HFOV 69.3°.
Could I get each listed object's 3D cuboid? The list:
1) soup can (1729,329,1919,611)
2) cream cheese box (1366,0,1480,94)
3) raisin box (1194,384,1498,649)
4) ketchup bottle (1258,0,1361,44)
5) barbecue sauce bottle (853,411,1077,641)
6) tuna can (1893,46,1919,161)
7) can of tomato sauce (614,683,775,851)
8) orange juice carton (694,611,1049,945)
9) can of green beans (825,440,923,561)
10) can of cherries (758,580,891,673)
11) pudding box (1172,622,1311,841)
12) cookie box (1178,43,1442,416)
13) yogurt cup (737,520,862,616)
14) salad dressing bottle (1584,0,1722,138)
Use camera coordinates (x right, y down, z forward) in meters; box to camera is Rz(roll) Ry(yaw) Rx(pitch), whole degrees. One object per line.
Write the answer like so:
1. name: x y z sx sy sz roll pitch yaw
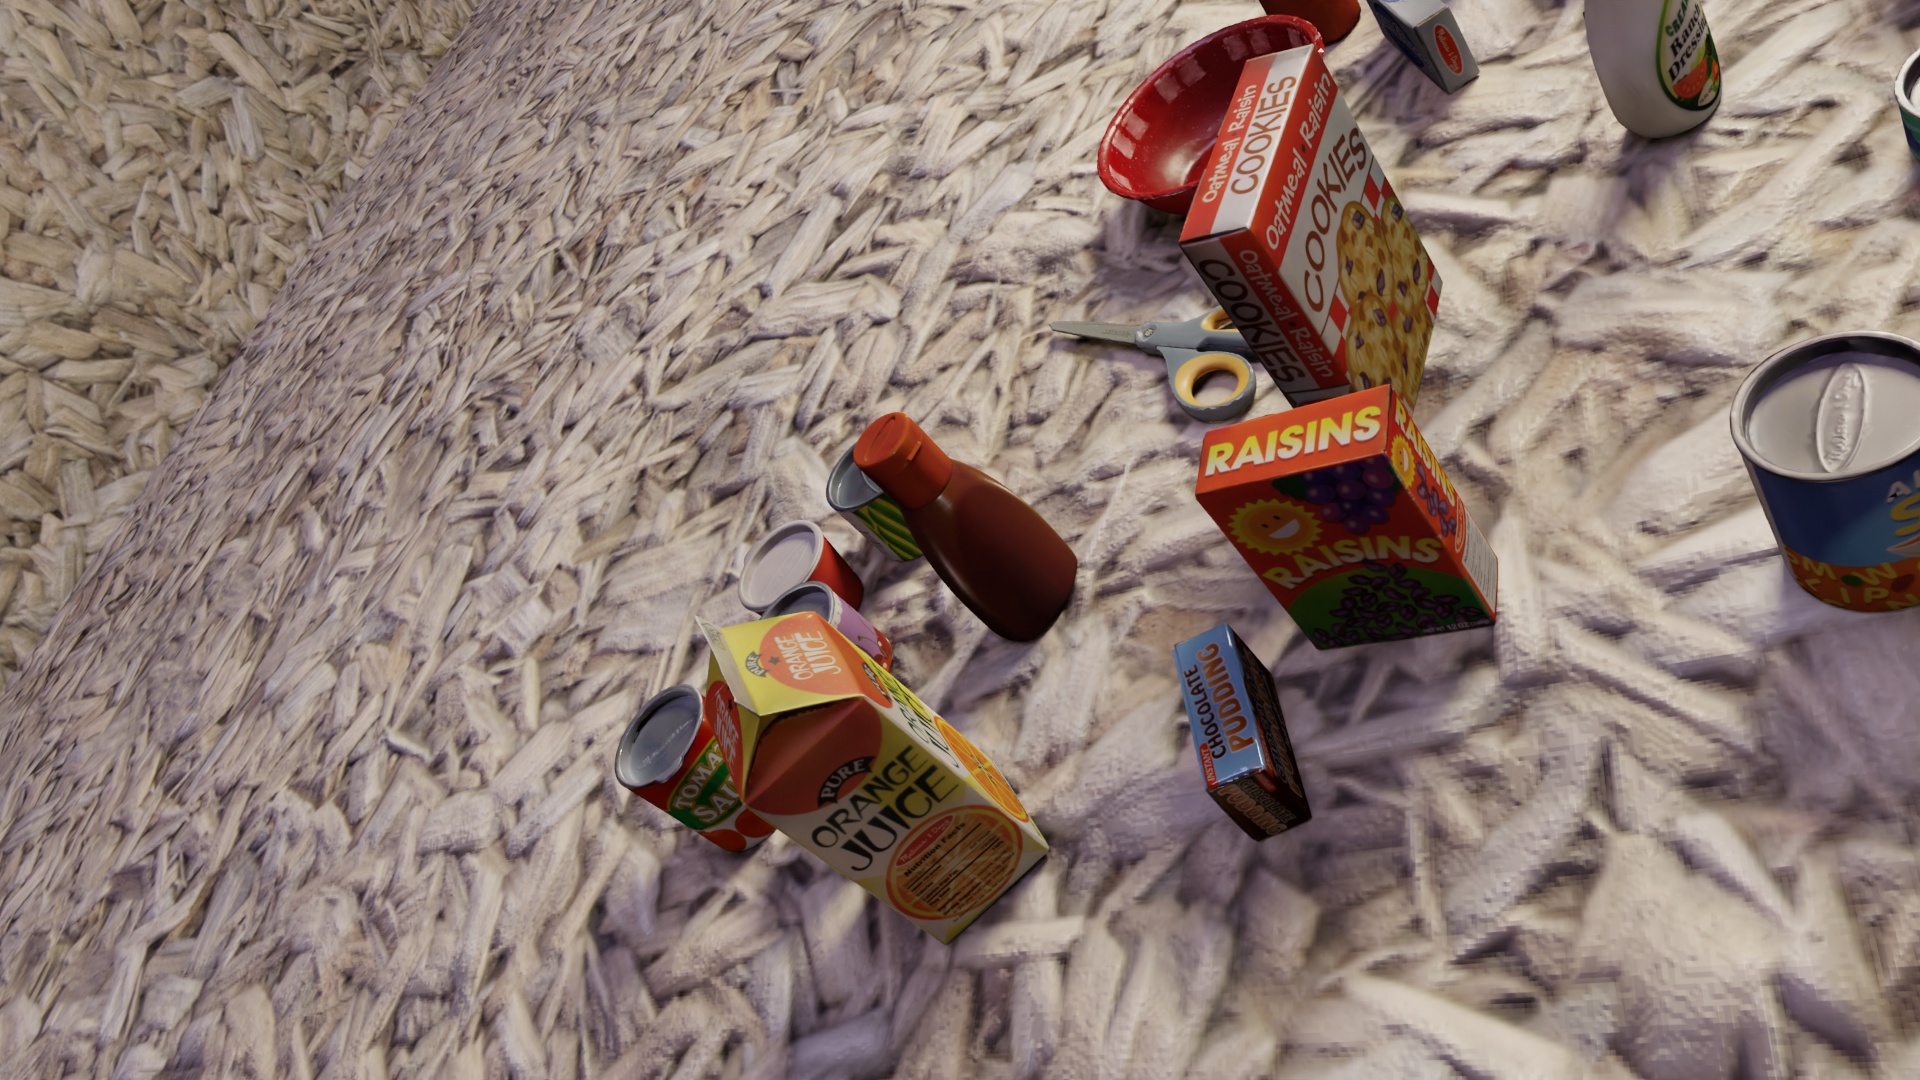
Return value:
1. soup can: 0.324 -0.023 0.495 0.071 0.083 0.072 -26 40 24
2. cream cheese box: 0.279 -0.319 0.854 0.024 0.053 0.104 -33 38 16
3. raisin box: 0.168 -0.006 0.597 0.086 0.123 0.040 -13 47 37
4. ketchup bottle: 0.208 -0.397 0.919 0.043 0.148 0.065 -51 36 -8
5. barbecue sauce bottle: 0.003 -0.009 0.739 0.043 0.148 0.065 8 61 48
6. tuna can: 0.439 -0.192 0.592 0.071 0.032 0.071 -26 40 24
7. can of tomato sauce: -0.145 0.133 0.799 0.071 0.083 0.071 -26 40 24
8. orange juice carton: -0.049 0.103 0.642 0.073 0.192 0.072 -43 36 3
9. can of green beans: -0.042 -0.029 0.878 0.071 0.057 0.071 -26 40 24
10. can of cherries: -0.082 0.068 0.822 0.071 0.058 0.072 -26 40 24
11. pudding box: 0.123 0.083 0.615 0.030 0.049 0.084 -29 39 21
12. cookie box: 0.176 -0.135 0.677 0.040 0.167 0.123 -6 51 42
13. yogurt cup: -0.099 0.029 0.881 0.072 0.054 0.073 -26 40 24
14. salad dressing bottle: 0.327 -0.264 0.674 0.044 0.147 0.064 16 67 51
